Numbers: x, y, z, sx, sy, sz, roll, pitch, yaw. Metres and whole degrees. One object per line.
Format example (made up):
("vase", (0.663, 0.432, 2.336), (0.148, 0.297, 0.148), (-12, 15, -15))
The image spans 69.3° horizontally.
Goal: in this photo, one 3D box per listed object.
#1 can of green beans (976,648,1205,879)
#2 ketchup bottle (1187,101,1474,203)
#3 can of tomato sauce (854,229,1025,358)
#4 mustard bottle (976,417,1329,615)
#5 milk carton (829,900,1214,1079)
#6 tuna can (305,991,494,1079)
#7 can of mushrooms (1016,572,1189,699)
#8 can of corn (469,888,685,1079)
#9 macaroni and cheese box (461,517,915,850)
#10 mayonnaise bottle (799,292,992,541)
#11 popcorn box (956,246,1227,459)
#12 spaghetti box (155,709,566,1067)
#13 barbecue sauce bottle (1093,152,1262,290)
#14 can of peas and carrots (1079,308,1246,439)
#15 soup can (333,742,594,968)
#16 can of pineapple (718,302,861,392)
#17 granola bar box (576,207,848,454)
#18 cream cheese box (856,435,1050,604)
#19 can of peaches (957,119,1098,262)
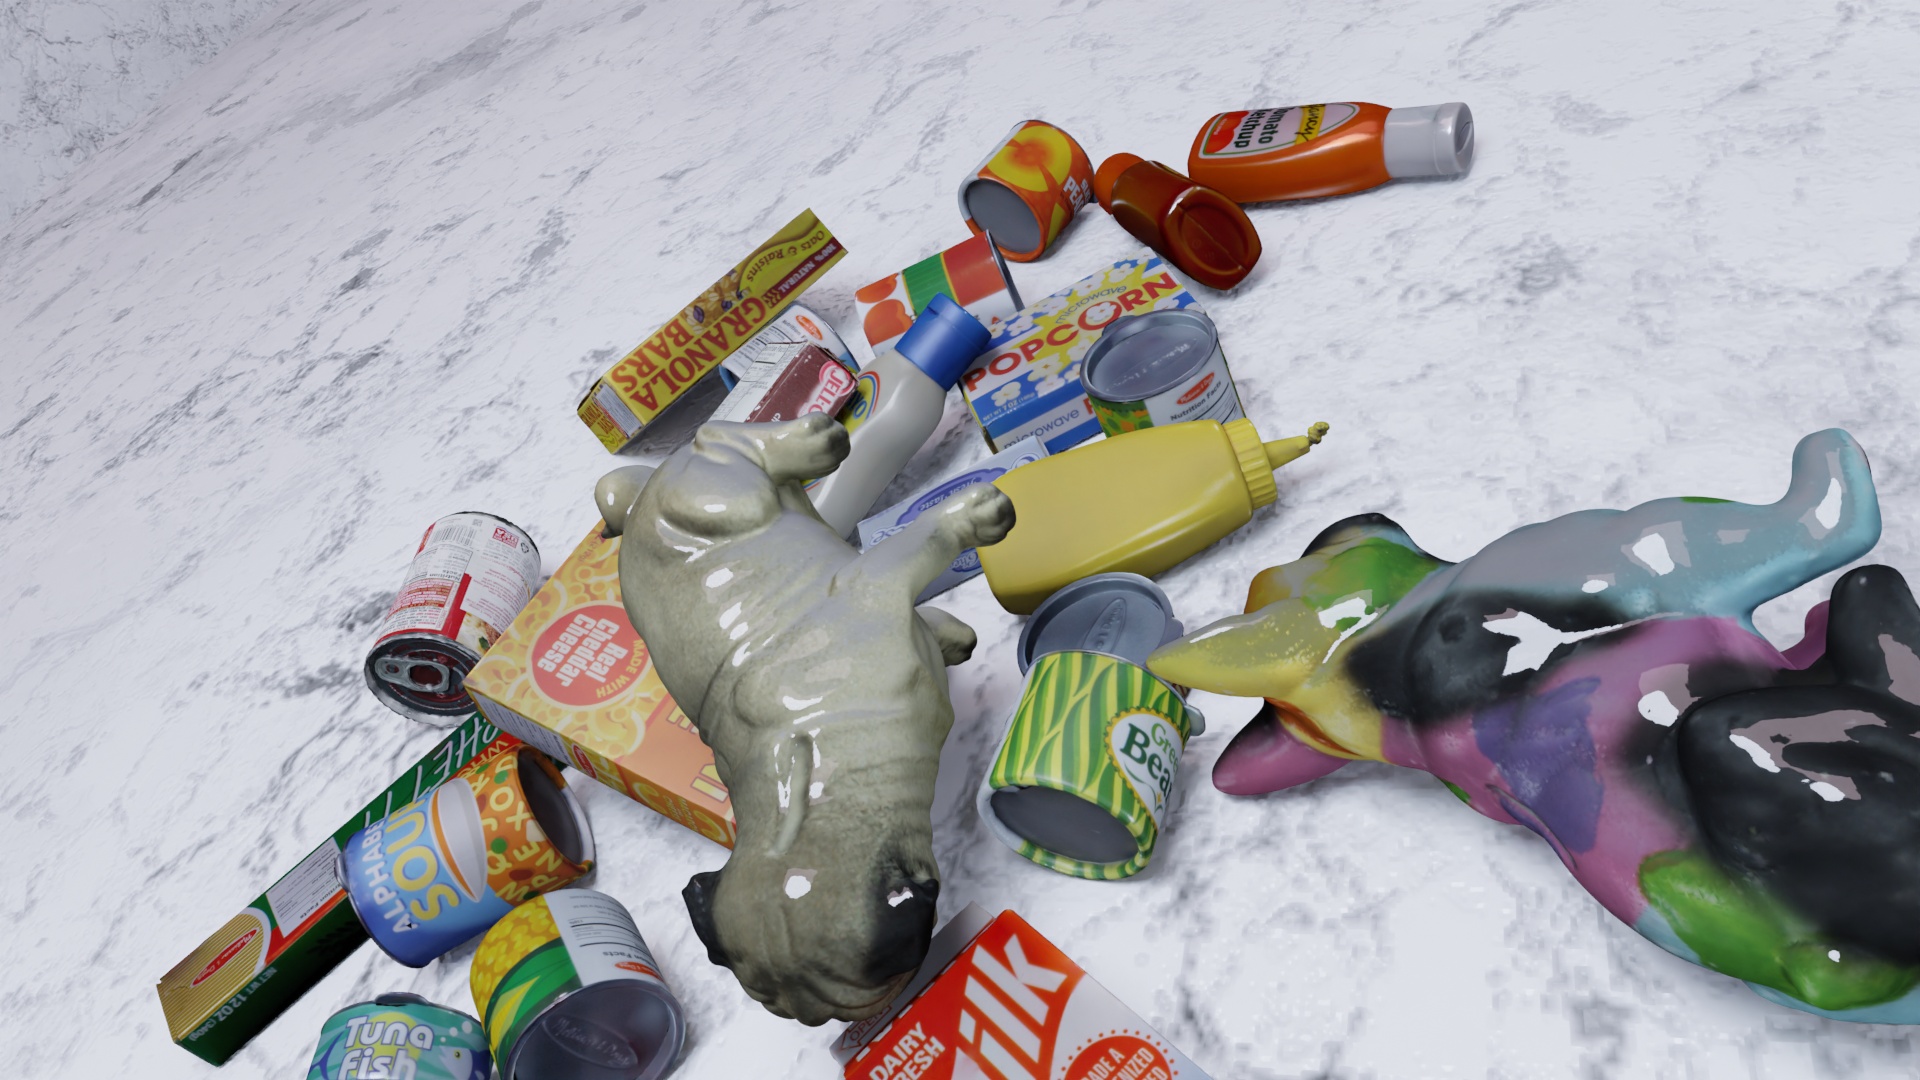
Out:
("can of green beans", (0.046, 0.082, 0.508), (0.071, 0.071, 0.058), (-1, 46, 31))
("ketchup bottle", (0.204, -0.217, 0.770), (0.149, 0.043, 0.065), (6, 49, 36))
("can of tomato sauce", (-0.009, -0.129, 0.784), (0.083, 0.071, 0.071), (-23, 38, 9))
("mustard bottle", (0.085, -0.018, 0.607), (0.160, 0.048, 0.065), (-19, 66, 7))
("milk carton", (0.035, 0.177, 0.400), (0.072, 0.073, 0.191), (-42, 39, -16))
("tuna can", (-0.213, 0.204, 0.528), (0.071, 0.070, 0.033), (-19, 40, 13))
("can of mushrooms", (0.061, 0.048, 0.564), (0.071, 0.033, 0.071), (-17, 38, 14))
("can of corn", (-0.147, 0.176, 0.522), (0.071, 0.071, 0.058), (-38, 37, -11))
("macaroni and cheese box", (-0.108, 0.057, 0.606), (0.166, 0.040, 0.124), (23, 58, 18))
("mayonnaise bottle", (-0.044, -0.059, 0.711), (0.148, 0.041, 0.065), (-51, 33, 3))
("popcorn box", (0.062, -0.095, 0.723), (0.127, 0.038, 0.085), (-26, 36, 3))
("spaghetti box", (-0.264, 0.140, 0.666), (0.251, 0.028, 0.050), (-42, 39, -17))
("barbecue sauce bottle", (0.114, -0.186, 0.780), (0.043, 0.065, 0.149), (-48, 27, 11))
("can of peas and carrots", (0.095, -0.067, 0.654), (0.071, 0.058, 0.071), (-18, 38, 15))
("soup can", (-0.214, 0.136, 0.606), (0.084, 0.071, 0.071), (-30, 37, -1))
("can of pineapple", (-0.096, -0.092, 0.800), (0.058, 0.070, 0.071), (-41, 39, -14))
("granola bar box", (-0.157, -0.128, 0.857), (0.166, 0.039, 0.124), (-45, 12, -20))
("cream cheese box", (0.002, -0.008, 0.673), (0.104, 0.024, 0.053), (-26, 38, 3))
("can of peaches", (0.042, -0.212, 0.850), (0.071, 0.071, 0.058), (14, 54, 42))
